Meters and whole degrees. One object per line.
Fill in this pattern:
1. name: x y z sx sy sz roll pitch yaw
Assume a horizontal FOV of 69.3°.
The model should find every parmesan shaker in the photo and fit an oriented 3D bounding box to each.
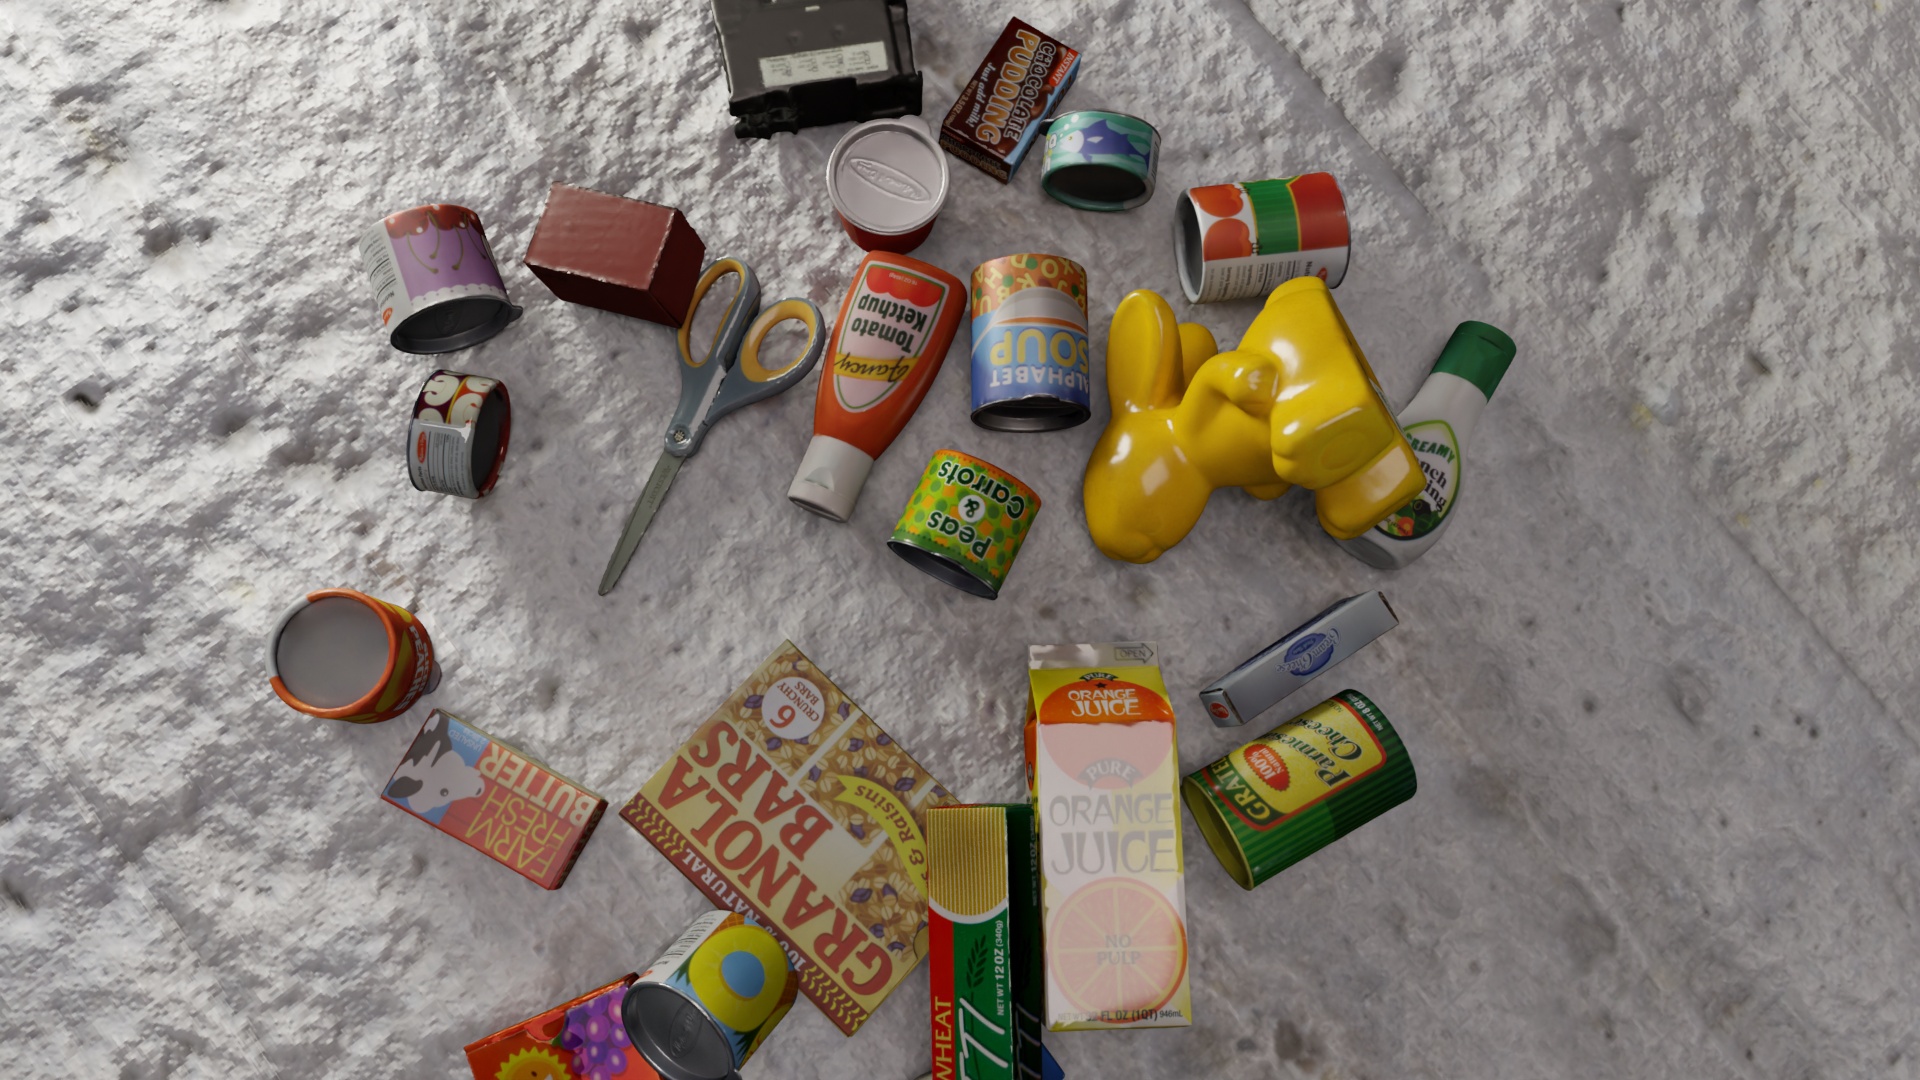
1. parmesan shaker: 0.177 0.128 0.733 0.103 0.071 0.071 -27 82 -9

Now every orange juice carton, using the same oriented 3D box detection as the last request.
1. orange juice carton: 0.072 0.148 0.717 0.072 0.073 0.193 -1 79 -4

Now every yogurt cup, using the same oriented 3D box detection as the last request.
1. yogurt cup: -0.041 -0.195 0.785 0.072 0.054 0.072 1 79 -3

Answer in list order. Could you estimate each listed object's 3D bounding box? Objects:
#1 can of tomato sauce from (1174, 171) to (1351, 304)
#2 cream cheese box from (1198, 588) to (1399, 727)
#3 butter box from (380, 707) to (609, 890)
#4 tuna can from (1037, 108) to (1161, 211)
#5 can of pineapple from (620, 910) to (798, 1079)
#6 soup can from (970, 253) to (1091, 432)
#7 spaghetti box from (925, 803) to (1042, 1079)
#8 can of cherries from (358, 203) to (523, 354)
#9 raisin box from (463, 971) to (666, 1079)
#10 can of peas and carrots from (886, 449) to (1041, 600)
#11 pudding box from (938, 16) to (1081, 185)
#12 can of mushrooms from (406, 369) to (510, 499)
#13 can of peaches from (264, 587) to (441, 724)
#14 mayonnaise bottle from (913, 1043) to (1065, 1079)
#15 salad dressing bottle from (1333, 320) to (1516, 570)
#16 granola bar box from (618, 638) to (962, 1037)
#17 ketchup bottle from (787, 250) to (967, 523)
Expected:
1. can of tomato sauce: 0.169 -0.173 0.789 0.083 0.071 0.071 -8 80 -4
2. cream cheese box: 0.181 0.064 0.750 0.104 0.053 0.024 -31 85 -9
3. butter box: -0.242 0.135 0.724 0.103 0.024 0.053 29 78 2
4. tuna can: 0.077 -0.215 0.790 0.071 0.071 0.033 8 80 -2
5. can of pineapple: -0.120 0.226 0.678 0.071 0.070 0.058 43 37 4
6. soup can: 0.039 -0.108 0.765 0.071 0.071 0.084 0 79 -4
7. spaghetti box: 0.013 0.253 0.662 0.050 0.029 0.250 -9 76 35
8. can of cherries: -0.282 -0.142 0.755 0.071 0.071 0.058 -22 81 -7
9. raisin box: -0.182 0.291 0.691 0.086 0.040 0.123 -22 81 -7
10. can of peas and carrots: 0.003 -0.009 0.744 0.071 0.071 0.059 26 79 1
11. pudding box: 0.029 -0.257 0.813 0.050 0.030 0.084 32 79 1
12. can of mushrooms: -0.265 -0.058 0.739 0.033 0.071 0.071 9 79 -2
13. can of peaches: -0.312 0.061 0.717 0.071 0.058 0.071 1 79 -3
14. mayonnaise bottle: -0.015 0.302 0.698 0.148 0.041 0.065 -37 82 -9
15. salad dressing bottle: 0.263 -0.055 0.783 0.064 0.044 0.148 31 79 5
16. granola bar box: -0.074 0.152 0.724 0.165 0.039 0.124 43 80 5
17. ketchup bottle: -0.050 -0.084 0.768 0.065 0.043 0.149 20 79 10
